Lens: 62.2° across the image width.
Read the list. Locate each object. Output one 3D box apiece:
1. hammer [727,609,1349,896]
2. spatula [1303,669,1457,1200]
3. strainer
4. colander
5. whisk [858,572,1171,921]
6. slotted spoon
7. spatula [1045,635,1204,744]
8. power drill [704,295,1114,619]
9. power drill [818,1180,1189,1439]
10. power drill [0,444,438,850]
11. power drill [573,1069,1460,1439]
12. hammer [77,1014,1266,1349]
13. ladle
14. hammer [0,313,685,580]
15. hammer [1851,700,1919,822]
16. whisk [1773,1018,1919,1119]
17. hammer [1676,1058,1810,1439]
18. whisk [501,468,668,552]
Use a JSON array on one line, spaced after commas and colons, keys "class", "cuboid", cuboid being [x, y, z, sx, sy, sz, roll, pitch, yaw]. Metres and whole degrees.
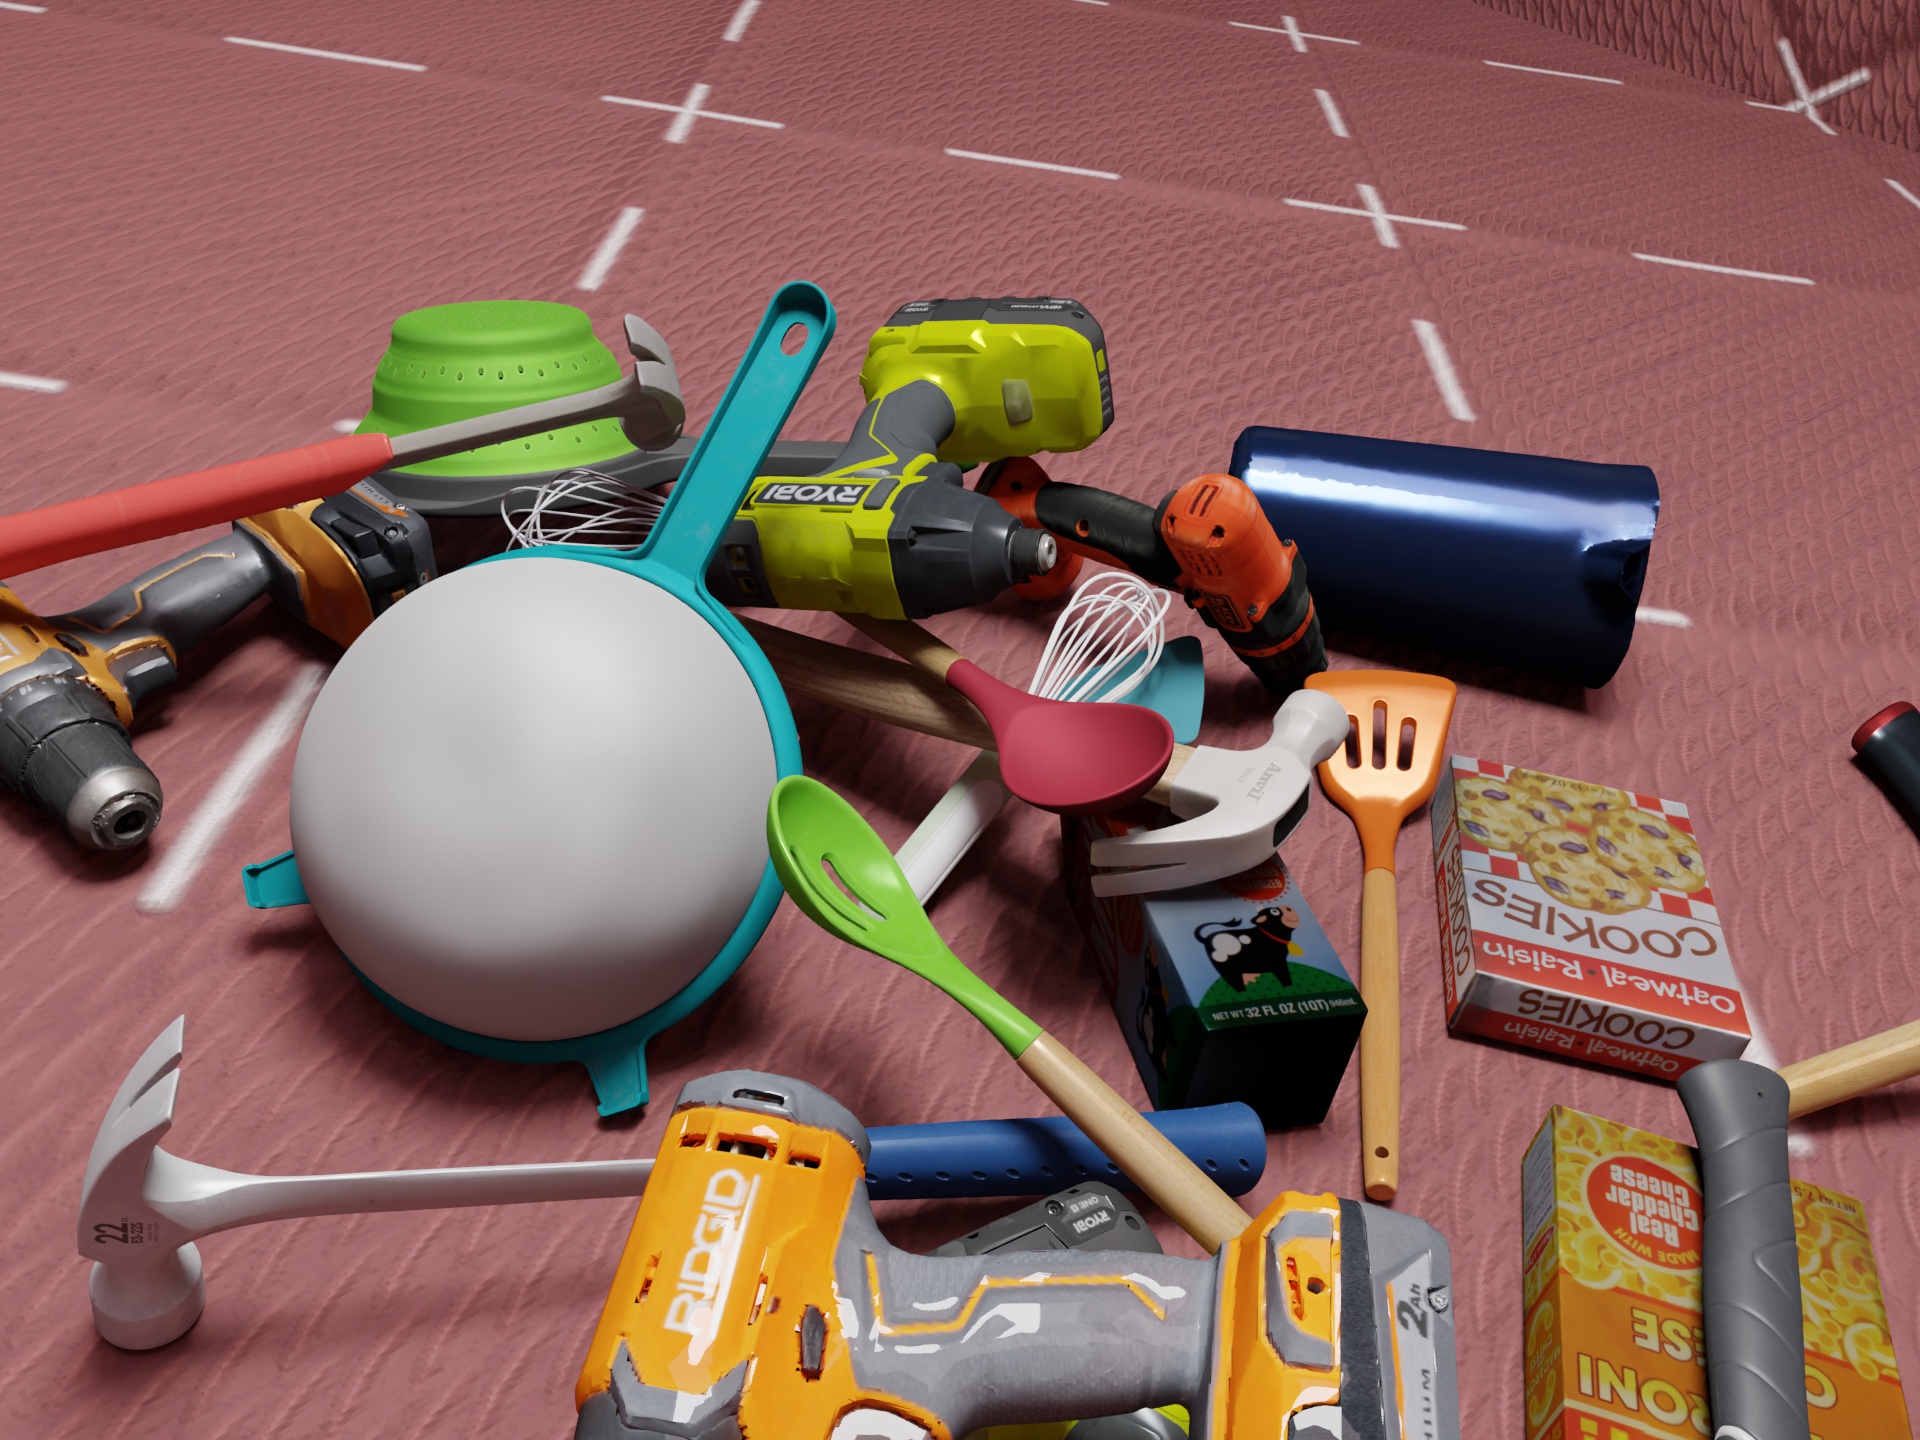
[{"class": "hammer", "cuboid": [-0.001, -0.002, 0.735, 0.331, 0.031, 0.130, 16, 44, 28]}, {"class": "spatula", "cuboid": [0.199, 0.085, 0.753, 0.081, 0.041, 0.323, 3, 37, 12]}, {"class": "strainer", "cuboid": [-0.143, -0.030, 0.610, 0.211, 0.340, 0.095, 27, -3, 11]}, {"class": "colander", "cuboid": [-0.186, -0.189, 0.923, 0.397, 0.094, 0.205, 1, 24, 2]}, {"class": "whisk", "cuboid": [0.029, 0.012, 0.769, 0.059, 0.057, 0.246, -10, 33, 54]}, {"class": "slotted spoon", "cuboid": [0.042, 0.133, 0.558, 0.314, 0.031, 0.070, 42, 19, 13]}, {"class": "spatula", "cuboid": [-0.032, -0.028, 0.848, 0.317, 0.044, 0.082, 9, 46, 1]}, {"class": "power drill", "cuboid": [-0.010, -0.128, 0.784, 0.171, 0.080, 0.223, 5, 39, 23]}, {"class": "power drill", "cuboid": [0.045, 0.265, 0.458, 0.190, 0.080, 0.229, -15, 46, -30]}, {"class": "power drill", "cuboid": [-0.362, -0.037, 0.760, 0.185, 0.084, 0.226, 34, 48, 29]}, {"class": "power drill", "cuboid": [0.010, 0.189, 0.423, 0.226, 0.084, 0.164, 9, 44, 5]}, {"class": "hammer", "cuboid": [-0.078, 0.154, 0.551, 0.405, 0.144, 0.035, 3, 44, -20]}, {"class": "ladle", "cuboid": [-0.018, -0.032, 0.729, 0.069, 0.031, 0.316, -33, 42, -21]}, {"class": "hammer", "cuboid": [-0.300, -0.108, 0.704, 0.359, 0.037, 0.149, -15, 1, -5]}, {"class": "hammer", "cuboid": [0.551, 0.120, 0.787, 0.143, 0.038, 0.387, 10, 37, -2]}, {"class": "whisk", "cuboid": [0.458, 0.132, 0.700, 0.245, 0.051, 0.047, -17, 40, -5]}, {"class": "hammer", "cuboid": [0.248, 0.247, 0.480, 0.149, 0.036, 0.409, 28, 37, 6]}, {"class": "whisk", "cuboid": [-0.135, -0.099, 0.850, 0.070, 0.070, 0.284, 29, 19, 23]}]
